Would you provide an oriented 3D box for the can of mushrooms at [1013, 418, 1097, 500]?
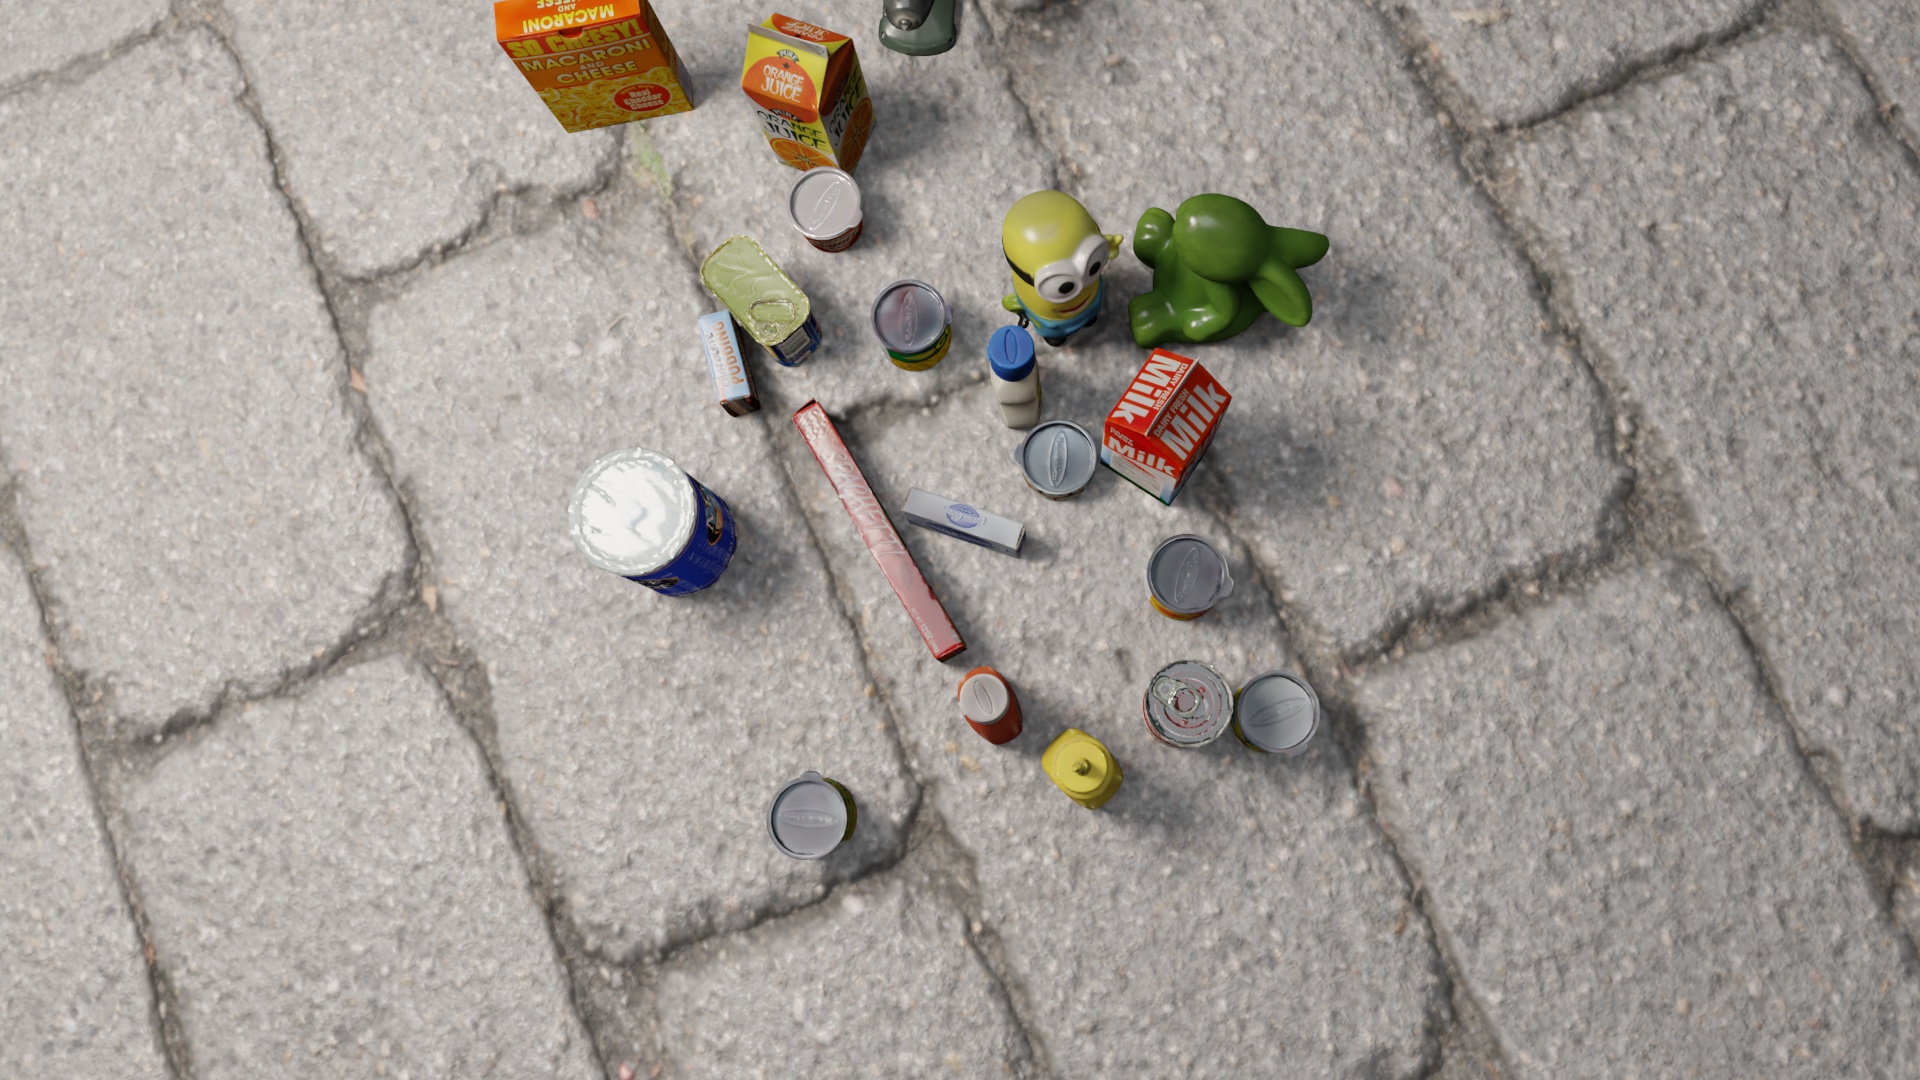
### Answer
[{"bbox_3d":[0.082,-0.069,1.194,0.071,0.033,0.071,-1,80,4],"label":"can of mushrooms"}]

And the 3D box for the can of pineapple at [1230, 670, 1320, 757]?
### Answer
[{"bbox_3d":[0.255,0.142,1.131,0.071,0.058,0.071,-1,80,4],"label":"can of pineapple"}]

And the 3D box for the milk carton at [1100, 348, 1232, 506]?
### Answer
[{"bbox_3d":[0.163,-0.092,1.112,0.073,0.190,0.072,34,85,9],"label":"milk carton"}]

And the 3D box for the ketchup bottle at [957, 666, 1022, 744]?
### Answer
[{"bbox_3d":[0.022,0.130,1.105,0.043,0.148,0.065,-25,80,0],"label":"ketchup bottle"}]

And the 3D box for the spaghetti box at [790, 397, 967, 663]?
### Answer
[{"bbox_3d":[-0.070,-0.008,1.187,0.029,0.050,0.250,-31,79,-1],"label":"spaghetti box"}]

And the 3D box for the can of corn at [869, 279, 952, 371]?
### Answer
[{"bbox_3d":[-0.040,-0.187,1.212,0.071,0.058,0.071,-1,80,4],"label":"can of corn"}]

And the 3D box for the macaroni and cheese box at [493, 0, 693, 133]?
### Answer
[{"bbox_3d":[-0.317,-0.422,1.219,0.124,0.166,0.040,-10,80,3],"label":"macaroni and cheese box"}]

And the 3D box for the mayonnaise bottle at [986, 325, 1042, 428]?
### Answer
[{"bbox_3d":[0.046,-0.138,1.151,0.041,0.148,0.065,-6,80,4],"label":"mayonnaise bottle"}]

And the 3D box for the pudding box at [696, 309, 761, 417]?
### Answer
[{"bbox_3d":[-0.204,-0.156,1.223,0.030,0.049,0.084,-16,79,2],"label":"pudding box"}]

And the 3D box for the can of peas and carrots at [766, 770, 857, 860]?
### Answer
[{"bbox_3d":[-0.121,0.226,1.145,0.071,0.058,0.071,-1,80,4],"label":"can of peas and carrots"}]

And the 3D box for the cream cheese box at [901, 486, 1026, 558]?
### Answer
[{"bbox_3d":[0.004,-0.015,1.180,0.104,0.053,0.024,19,83,7],"label":"cream cheese box"}]

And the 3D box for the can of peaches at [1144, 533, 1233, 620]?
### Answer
[{"bbox_3d":[0.189,0.033,1.156,0.071,0.058,0.071,-1,80,4],"label":"can of peaches"}]

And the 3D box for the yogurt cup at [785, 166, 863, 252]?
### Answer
[{"bbox_3d":[-0.118,-0.292,1.238,0.072,0.054,0.072,-1,80,4],"label":"yogurt cup"}]

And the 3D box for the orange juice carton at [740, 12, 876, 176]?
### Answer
[{"bbox_3d":[-0.130,-0.382,1.185,0.072,0.192,0.073,22,83,8],"label":"orange juice carton"}]

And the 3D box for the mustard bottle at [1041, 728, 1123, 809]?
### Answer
[{"bbox_3d":[0.096,0.178,1.085,0.065,0.160,0.049,42,86,10],"label":"mustard bottle"}]
